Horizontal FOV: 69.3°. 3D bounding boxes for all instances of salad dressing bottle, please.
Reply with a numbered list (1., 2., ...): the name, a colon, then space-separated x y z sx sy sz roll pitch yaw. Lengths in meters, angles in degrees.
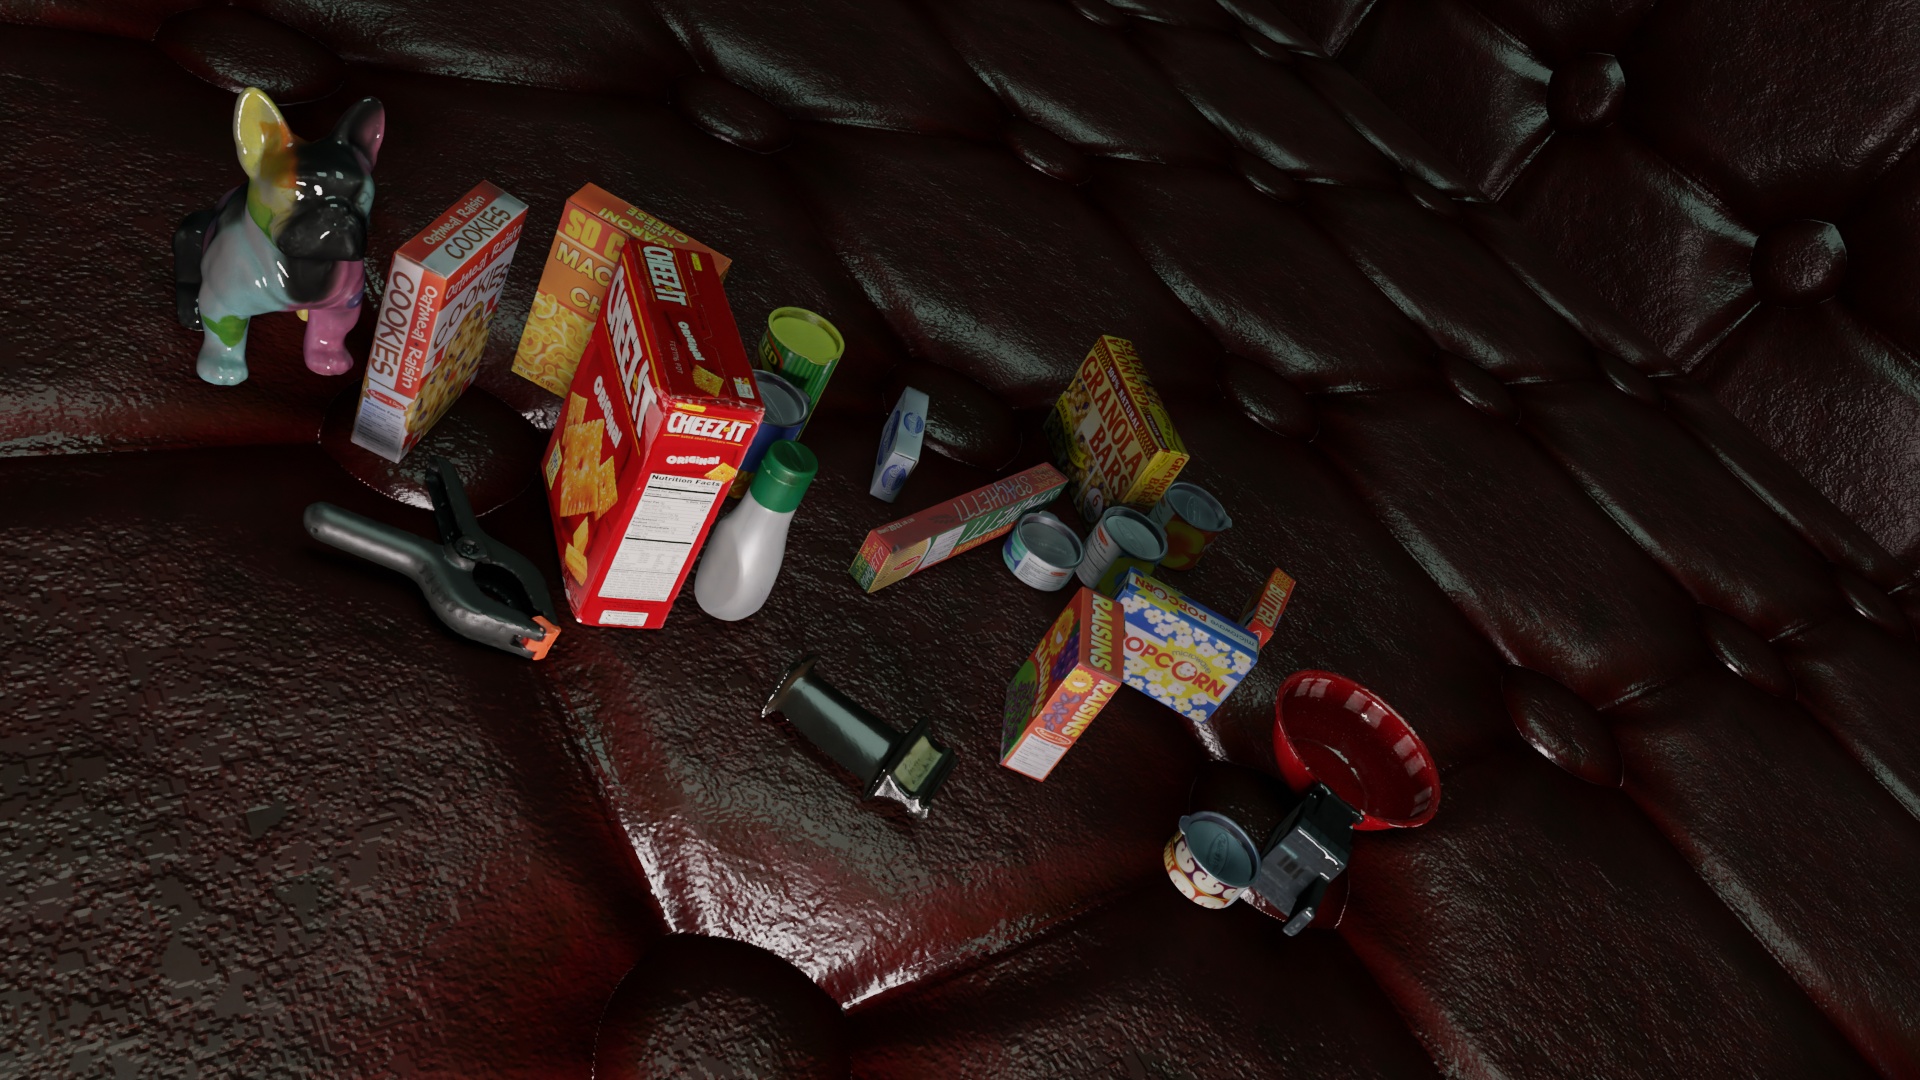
1. salad dressing bottle: -0.144 -0.007 0.981 0.044 0.147 0.064 0 47 -37

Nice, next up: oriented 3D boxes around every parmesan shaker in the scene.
1. parmesan shaker: -0.147 -0.133 1.163 0.071 0.102 0.072 20 38 -16

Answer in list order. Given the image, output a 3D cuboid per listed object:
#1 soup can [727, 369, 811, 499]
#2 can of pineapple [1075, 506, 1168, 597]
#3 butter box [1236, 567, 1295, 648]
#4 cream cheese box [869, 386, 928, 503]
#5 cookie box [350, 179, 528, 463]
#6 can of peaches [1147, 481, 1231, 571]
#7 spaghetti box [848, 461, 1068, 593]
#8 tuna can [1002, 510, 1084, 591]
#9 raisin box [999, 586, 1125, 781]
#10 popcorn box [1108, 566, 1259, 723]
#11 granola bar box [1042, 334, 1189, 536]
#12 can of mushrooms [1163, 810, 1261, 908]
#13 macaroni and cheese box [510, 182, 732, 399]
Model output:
1. soup can: -0.165 -0.084 1.109 0.071 0.083 0.072 20 38 -16
2. can of pineapple: 0.144 0.013 1.243 0.071 0.057 0.071 20 38 -16
3. butter box: 0.275 0.071 1.275 0.024 0.052 0.104 36 36 4
4. cream cheese box: -0.053 -0.084 1.216 0.024 0.053 0.104 23 37 -13
5. cookie box: -0.366 -0.154 0.974 0.040 0.166 0.123 27 36 -8
6. can of peaches: 0.212 -0.012 1.321 0.071 0.057 0.071 20 38 -16
7. spaghetti box: 0.004 -0.015 1.180 0.029 0.050 0.251 46 38 18
8. tuna can: 0.072 0.009 1.217 0.071 0.032 0.071 20 38 -16
9. raisin box: 0.076 0.107 1.030 0.040 0.122 0.086 24 37 -11
10. popcorn box: 0.172 0.088 1.153 0.127 0.084 0.038 29 36 -5
11. granola bar box: 0.142 -0.094 1.309 0.039 0.123 0.166 9 42 -28
12. can of mushrooms: 0.185 0.236 1.035 0.071 0.033 0.071 20 38 -16
13. macaroni and cheese box: -0.263 -0.171 1.070 0.124 0.165 0.040 28 36 -6
